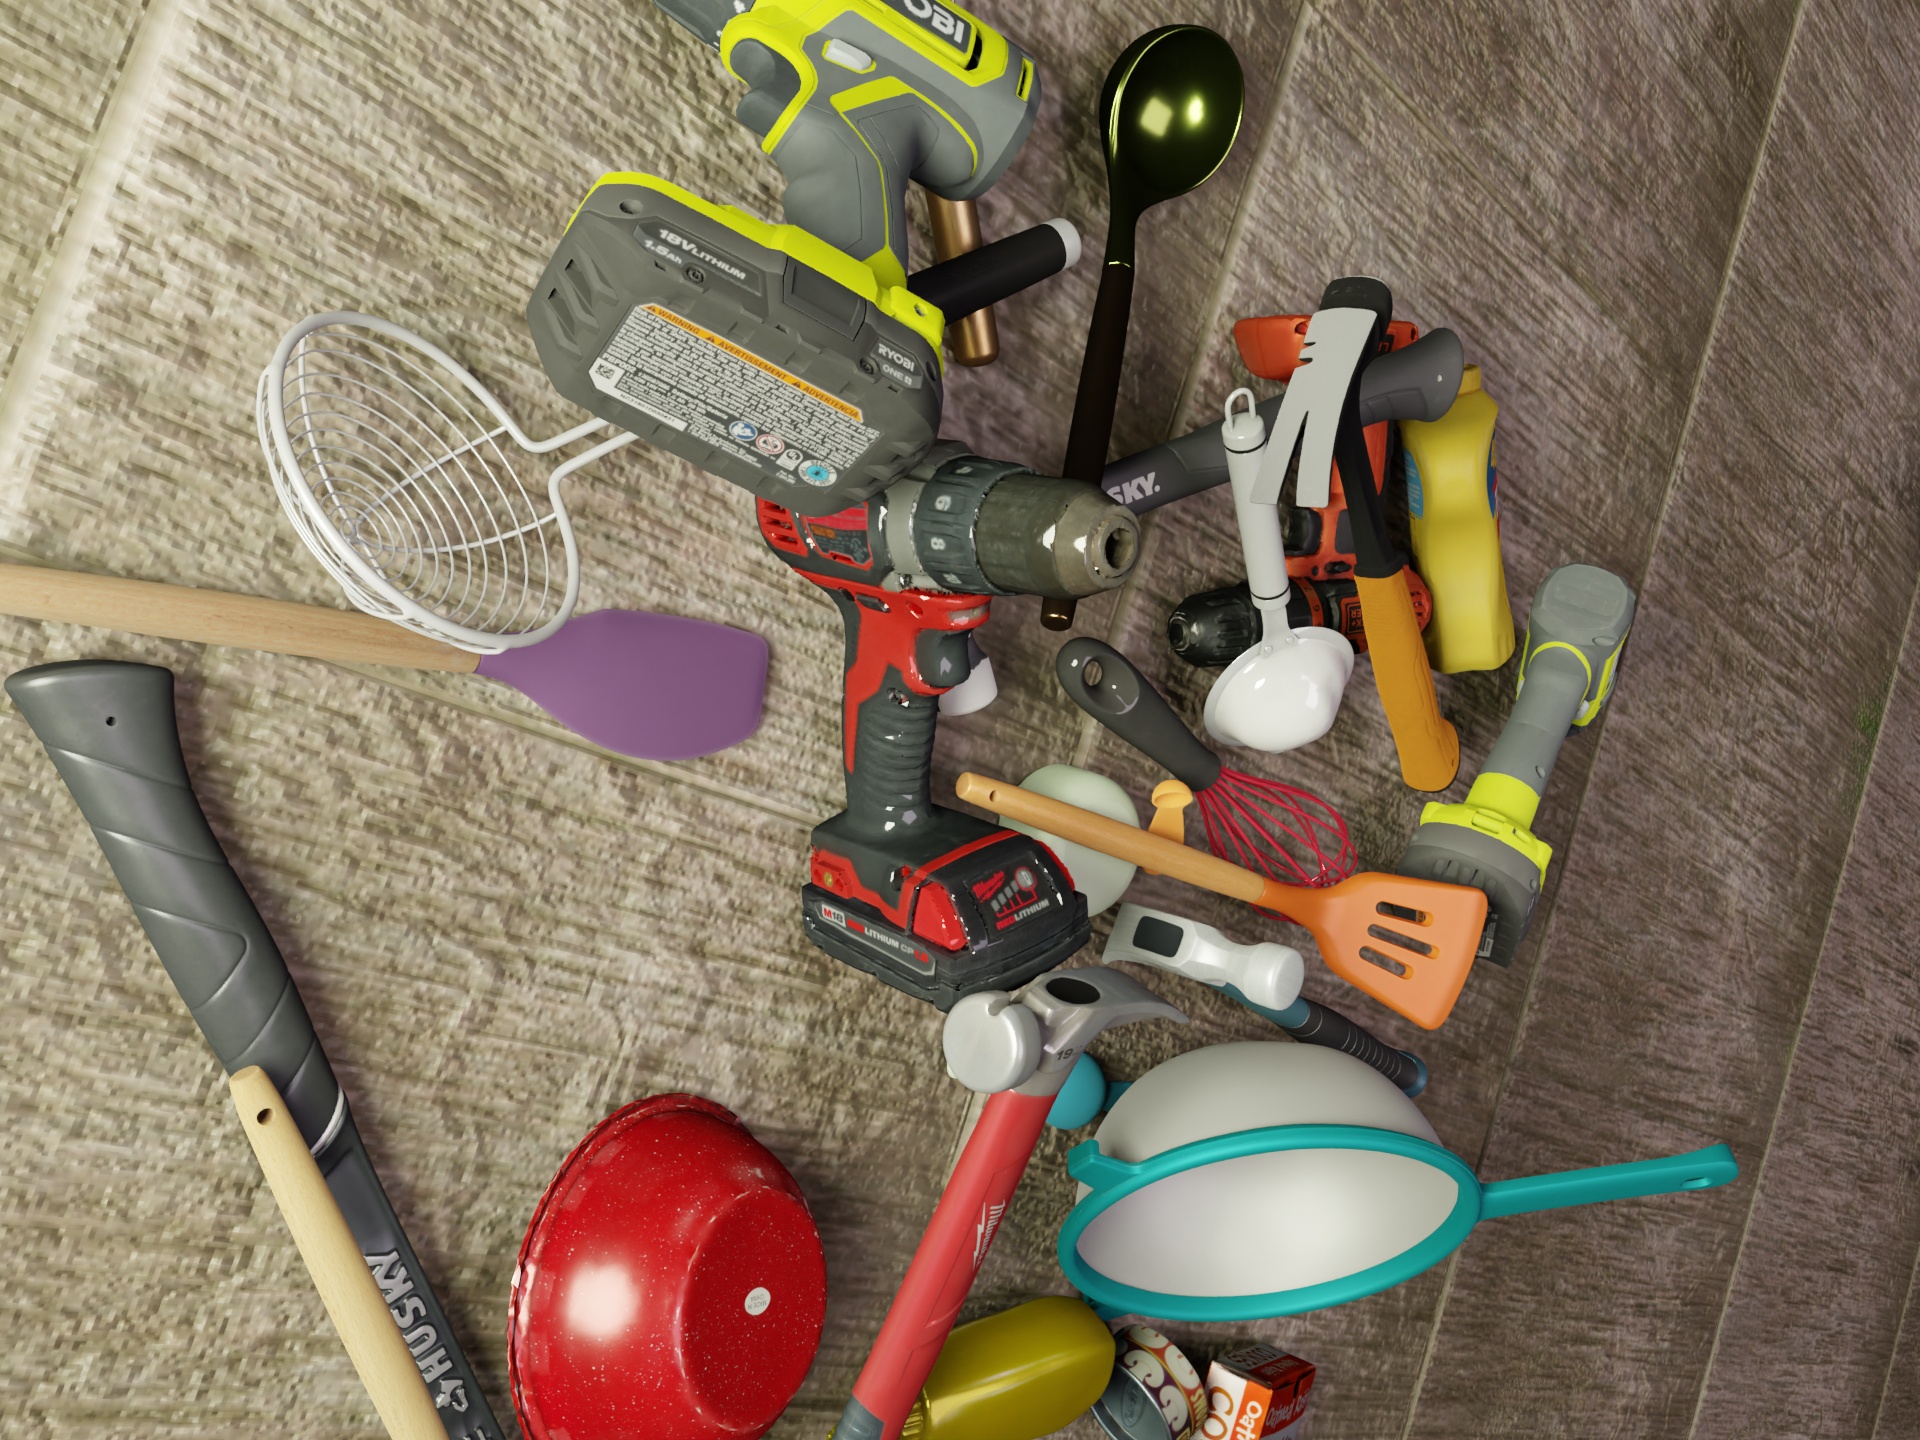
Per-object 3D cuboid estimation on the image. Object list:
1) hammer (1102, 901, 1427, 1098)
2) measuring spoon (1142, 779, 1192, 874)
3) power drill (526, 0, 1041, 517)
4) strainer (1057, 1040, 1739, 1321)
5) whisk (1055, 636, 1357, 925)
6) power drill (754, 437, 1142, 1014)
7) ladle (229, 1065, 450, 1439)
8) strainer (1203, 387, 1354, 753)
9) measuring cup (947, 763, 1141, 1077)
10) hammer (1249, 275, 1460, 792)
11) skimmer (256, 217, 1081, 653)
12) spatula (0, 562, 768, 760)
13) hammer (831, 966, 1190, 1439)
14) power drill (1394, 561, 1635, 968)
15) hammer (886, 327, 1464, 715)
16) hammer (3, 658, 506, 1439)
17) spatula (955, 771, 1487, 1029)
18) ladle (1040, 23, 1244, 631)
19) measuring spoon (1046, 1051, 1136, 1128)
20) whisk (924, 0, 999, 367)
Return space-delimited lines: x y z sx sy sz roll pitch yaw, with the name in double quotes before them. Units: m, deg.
"hammer" 0.188 0.165 0.886 0.330 0.128 0.033 34 75 -48
"measuring spoon" 0.104 0.055 0.811 0.116 0.021 0.011 84 4 -65
"power drill" -0.071 -0.204 0.564 0.190 0.080 0.229 24 55 -24
"strainer" 0.214 0.217 0.819 0.340 0.095 0.210 -8 138 1
"whisk" 0.133 0.035 0.823 0.295 0.073 0.073 39 72 -43
"power drill" -0.001 -0.002 0.640 0.080 0.188 0.226 -20 114 -38
"ladle" -0.195 0.260 0.573 0.069 0.031 0.315 -28 112 -32
"strainer" 0.153 -0.056 0.783 0.087 0.050 0.258 -24 134 -3
"measuring cup" 0.040 0.102 0.784 0.083 0.038 0.168 36 72 -38
"hammer" 0.215 -0.056 0.808 0.336 0.034 0.127 57 48 -48
"skimmer" -0.078 -0.138 0.595 0.363 0.090 0.127 -30 91 -28
"spatula" -0.200 -0.025 0.573 0.315 0.018 0.060 9 90 -42
"hammer" -0.019 0.281 0.694 0.143 0.038 0.386 5 113 -54
"power drill" 0.354 0.033 1.002 0.223 0.080 0.171 -59 155 -18
"hammer" 0.112 -0.130 0.767 0.335 0.035 0.146 -24 112 -22
"hammer" -0.229 0.163 0.569 0.149 0.036 0.408 -31 116 -32
"spatula" 0.135 0.080 0.794 0.322 0.041 0.081 21 90 -30
"ladle" 0.077 -0.180 0.701 0.078 0.062 0.320 40 52 -43
"measuring spoon" 0.094 0.207 0.860 0.128 0.021 0.042 20 84 -40
"whisk" -0.012 -0.274 0.681 0.051 0.047 0.244 -22 116 -23
